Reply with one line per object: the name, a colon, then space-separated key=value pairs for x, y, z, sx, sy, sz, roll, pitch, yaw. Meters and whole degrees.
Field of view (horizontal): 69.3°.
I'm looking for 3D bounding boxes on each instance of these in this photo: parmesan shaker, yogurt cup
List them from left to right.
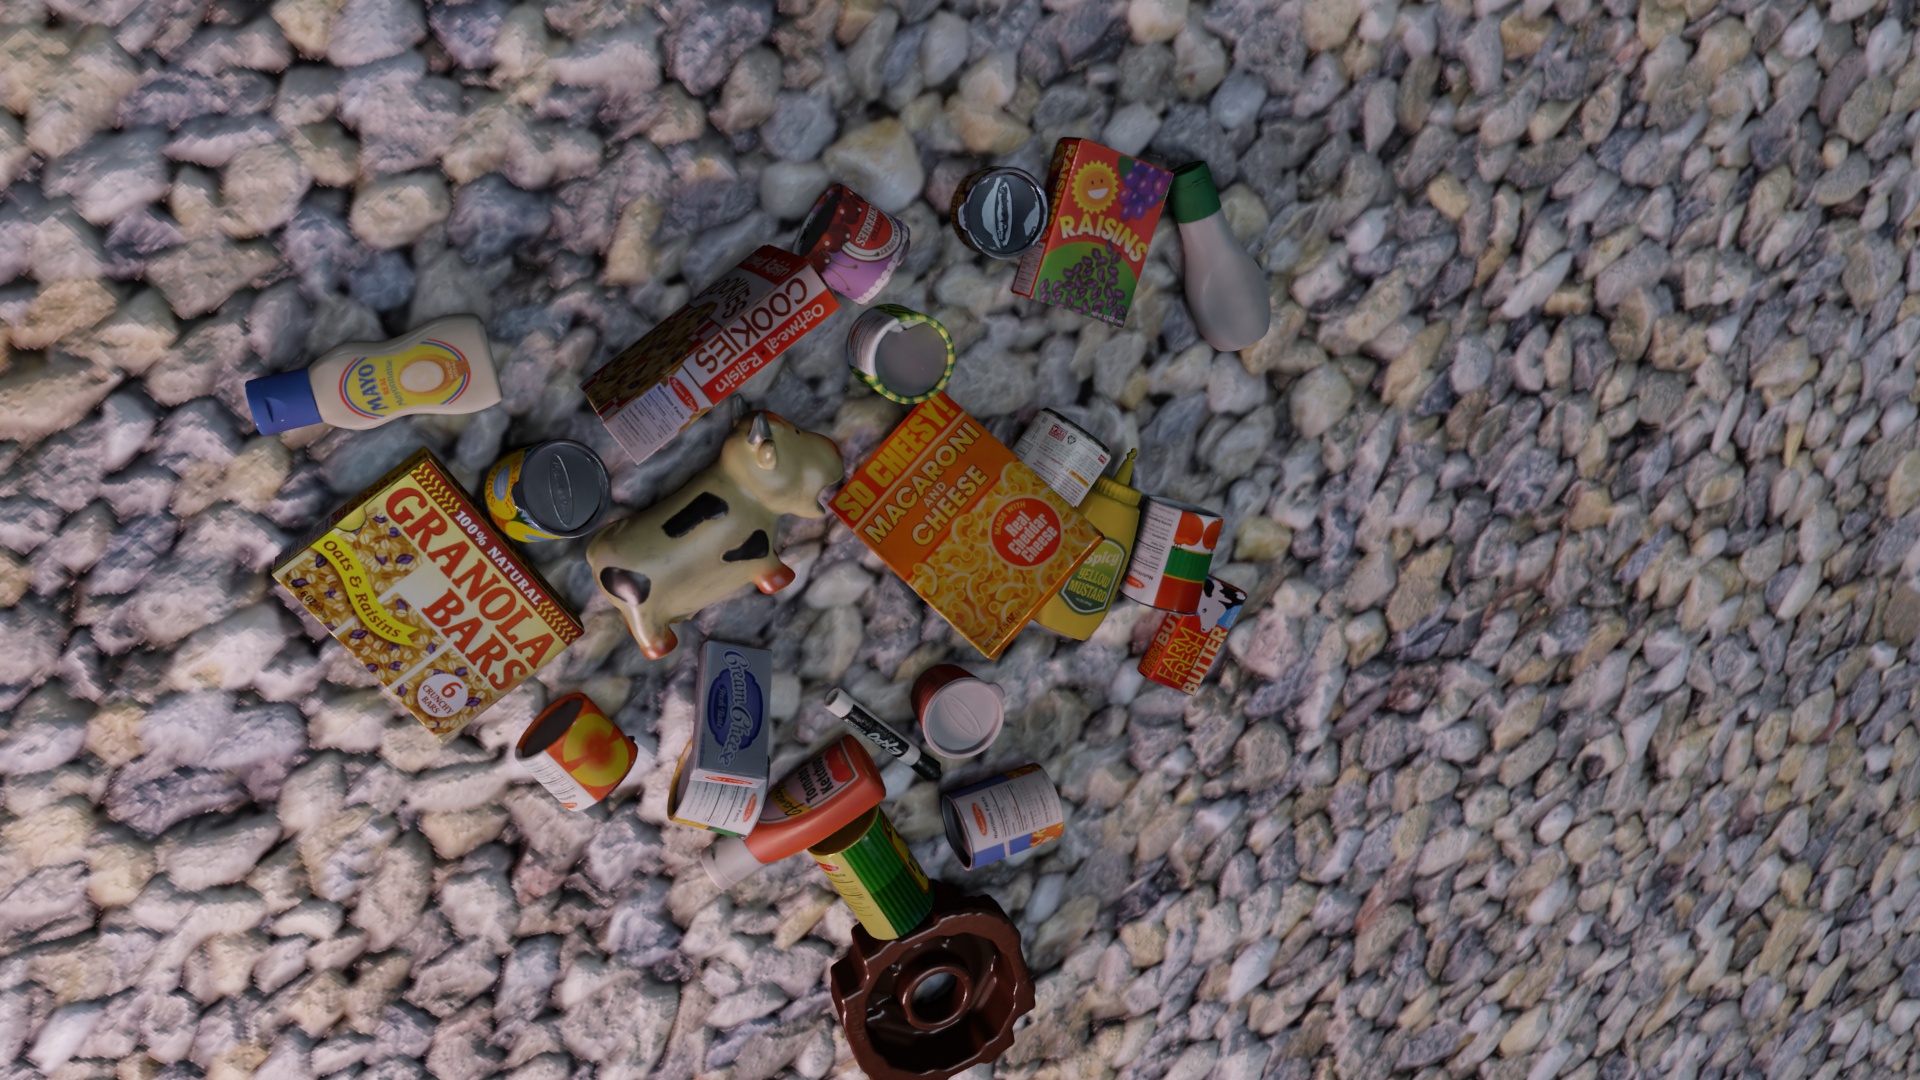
parmesan shaker: x=-0.073 y=0.260 z=1.113 sx=0.071 sy=0.071 sz=0.102 roll=-35 pitch=118 yaw=-9
yogurt cup: x=-0.006 y=0.133 z=1.108 sx=0.072 sy=0.054 sz=0.072 roll=-6 pitch=107 yaw=-20

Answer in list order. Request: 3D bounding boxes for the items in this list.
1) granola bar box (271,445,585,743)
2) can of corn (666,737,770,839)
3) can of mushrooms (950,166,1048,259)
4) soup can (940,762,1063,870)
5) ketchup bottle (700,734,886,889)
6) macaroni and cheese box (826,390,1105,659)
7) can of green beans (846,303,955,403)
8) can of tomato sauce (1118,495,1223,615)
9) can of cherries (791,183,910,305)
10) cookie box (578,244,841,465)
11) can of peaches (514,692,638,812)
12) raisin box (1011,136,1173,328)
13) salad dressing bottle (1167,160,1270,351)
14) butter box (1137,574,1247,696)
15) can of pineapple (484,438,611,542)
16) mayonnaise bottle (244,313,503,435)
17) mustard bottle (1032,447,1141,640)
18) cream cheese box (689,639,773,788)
granola bar box: x=-0.359 y=0.039 z=0.948 sx=0.124 sy=0.039 sz=0.165 roll=-39 pitch=116 yaw=-8
can of corn: x=-0.183 y=0.185 z=1.046 sx=0.058 sy=0.071 sz=0.071 roll=20 pitch=97 yaw=-20
can of mushrooms: x=0.026 y=-0.242 z=1.024 sx=0.071 sy=0.033 sz=0.070 roll=-7 pitch=108 yaw=-20
soup can: x=0.034 y=0.228 z=1.147 sx=0.084 sy=0.071 sz=0.071 roll=-16 pitch=111 yaw=-18
ketchup bottle: x=-0.131 y=0.215 z=1.080 sx=0.149 sy=0.065 sz=0.043 roll=-35 pitch=126 yaw=0
macaroni and cheese box: x=0.004 y=-0.013 z=1.027 sx=0.166 sy=0.040 sz=0.124 roll=43 pitch=90 yaw=12
can of green beans: x=-0.044 y=-0.137 z=1.013 sx=0.071 sy=0.058 sz=0.071 roll=-6 pitch=108 yaw=-20
can of tomato sauce: x=0.174 y=0.012 z=1.140 sx=0.071 sy=0.071 sz=0.083 roll=11 pitch=100 yaw=-24
can of cherries: x=-0.076 y=-0.208 z=0.972 sx=0.058 sy=0.071 sz=0.071 roll=29 pitch=93 yaw=-25
cookie box: x=-0.170 y=-0.130 z=0.928 sx=0.168 sy=0.123 sz=0.040 roll=-39 pitch=116 yaw=-7
can of peaches: x=-0.275 y=0.150 z=1.000 sx=0.071 sy=0.071 sz=0.058 roll=-41 pitch=115 yaw=-6
raisin box: x=0.100 y=-0.233 z=1.054 sx=0.086 sy=0.040 sz=0.123 roll=13 pitch=101 yaw=-24
salad dressing bottle: x=0.200 y=-0.224 z=1.094 sx=0.064 sy=0.044 sz=0.147 roll=-28 pitch=112 yaw=-10
butter box: x=0.199 y=0.079 z=1.191 sx=0.053 sy=0.024 sz=0.103 roll=25 pitch=95 yaw=-27
can of pineapple: x=-0.280 y=-0.033 z=0.935 sx=0.071 sy=0.058 sz=0.071 roll=5 pitch=82 yaw=-42
mayonnaise bottle: x=-0.378 y=-0.102 z=0.898 sx=0.148 sy=0.041 sz=0.064 roll=-16 pitch=112 yaw=-18
mustard bottle: x=0.108 y=-0.001 z=1.118 sx=0.065 sy=0.049 sz=0.160 roll=19 pitch=97 yaw=-27
cream cheese box: x=-0.169 y=0.127 z=1.025 sx=0.053 sy=0.024 sz=0.104 roll=12 pitch=59 yaw=-23
